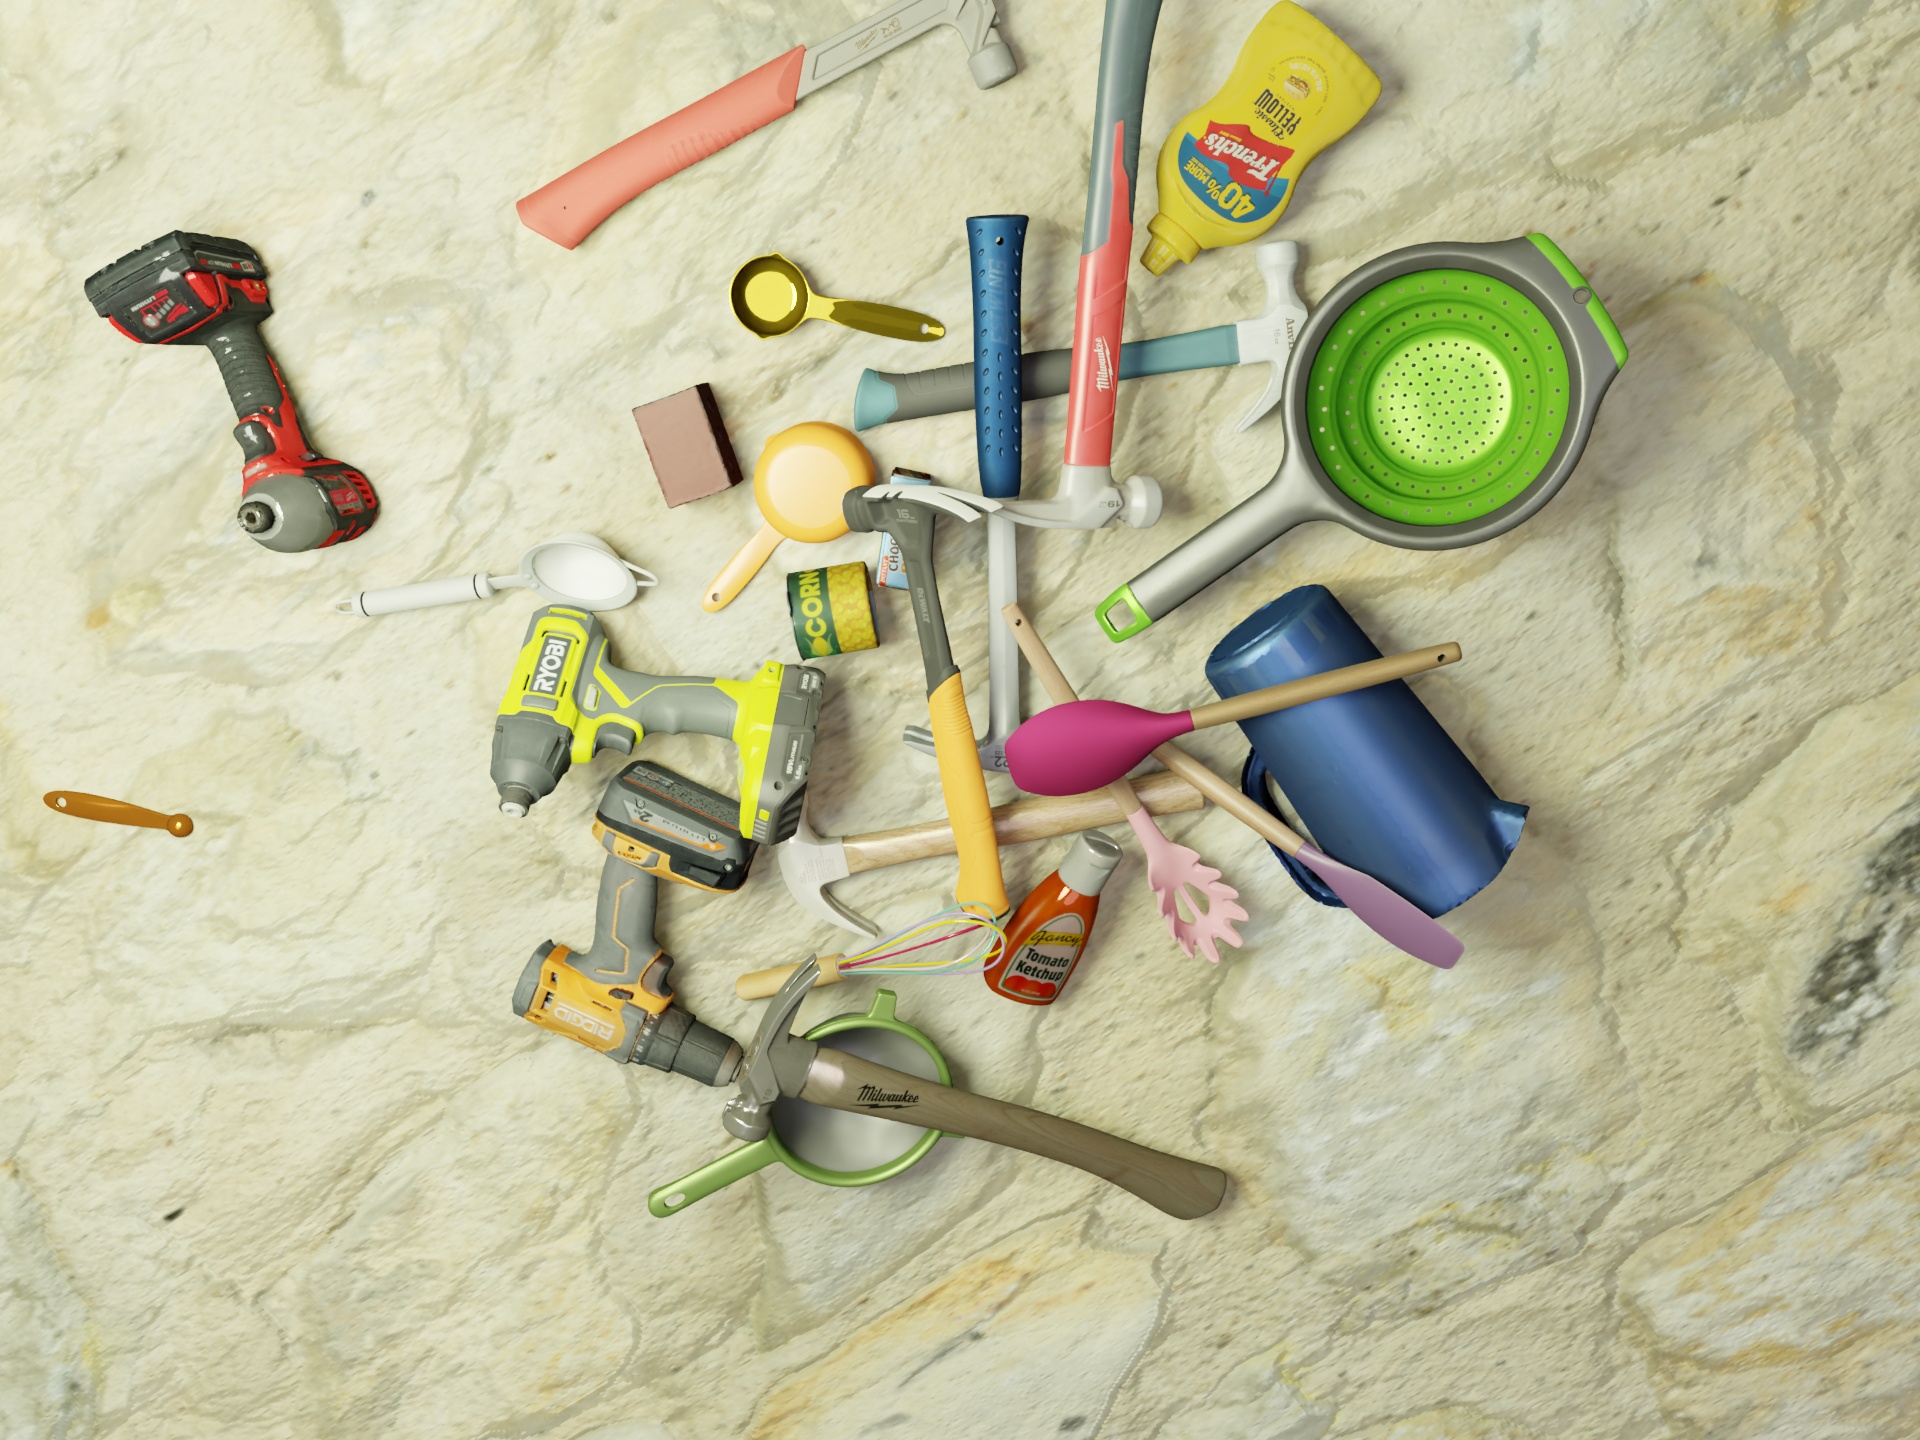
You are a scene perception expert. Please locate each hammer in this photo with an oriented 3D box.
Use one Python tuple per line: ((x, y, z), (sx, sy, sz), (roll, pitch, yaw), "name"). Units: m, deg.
((-0.149, -0.437, 1.101), (0.359, 0.037, 0.149), (-26, 102, 6), "hammer")
((0.024, -0.151, 1.143), (0.144, 0.035, 0.405), (-1, 111, 2), "hammer")
((0.032, 0.303, 1.231), (0.410, 0.038, 0.146), (21, 102, -19), "hammer")
((0.085, -0.322, 1.063), (0.143, 0.038, 0.386), (-3, 105, -25), "hammer")
((0.084, -0.254, 1.144), (0.331, 0.033, 0.128), (-8, 102, 3), "hammer")
((0.024, 0.085, 1.227), (0.331, 0.031, 0.130), (-11, 103, 3), "hammer")
((-0.002, -0.004, 1.136), (0.127, 0.034, 0.336), (11, 121, 42), "hammer")

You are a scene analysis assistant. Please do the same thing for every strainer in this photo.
((-0.346, -0.104, 1.181), (0.258, 0.050, 0.086), (-8, 147, 8), "strainer")
((-0.131, 0.311, 1.254), (0.256, 0.069, 0.151), (-28, 112, 0), "strainer")

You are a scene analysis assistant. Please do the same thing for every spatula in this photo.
((0.227, 0.080, 1.163), (0.316, 0.059, 0.018), (37, 62, 19), "spatula")

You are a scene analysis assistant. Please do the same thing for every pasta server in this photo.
((0.118, 0.046, 1.179), (0.060, 0.040, 0.316), (-34, 106, -4), "pasta server")

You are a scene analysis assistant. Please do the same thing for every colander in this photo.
((0.269, -0.179, 1.134), (0.397, 0.094, 0.204), (-35, 86, 21), "colander")

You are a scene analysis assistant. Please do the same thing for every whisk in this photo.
((-0.073, 0.181, 1.209), (0.245, 0.047, 0.051), (-16, 74, 28), "whisk")

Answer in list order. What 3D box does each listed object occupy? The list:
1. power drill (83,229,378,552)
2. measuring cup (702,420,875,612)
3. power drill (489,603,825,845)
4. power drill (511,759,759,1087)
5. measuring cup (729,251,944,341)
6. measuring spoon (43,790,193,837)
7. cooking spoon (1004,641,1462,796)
((-0.498, -0.219, 1.103), (0.078, 0.143, 0.219), (-24, 100, 9), "power drill")
((-0.135, -0.141, 1.162), (0.095, 0.052, 0.173), (41, 99, -9), "measuring cup")
((-0.219, 0.011, 1.149), (0.223, 0.171, 0.080), (10, 142, -6), "power drill")
((-0.225, 0.167, 1.221), (0.185, 0.084, 0.226), (25, 106, 1), "power drill")
((-0.089, -0.295, 1.145), (0.156, 0.029, 0.062), (9, 104, -14), "measuring cup")
((-0.659, 0.073, 1.241), (0.117, 0.011, 0.021), (12, 103, -2), "measuring spoon")
((0.185, -0.007, 1.099), (0.319, 0.017, 0.068), (-15, 106, 10), "cooking spoon")
